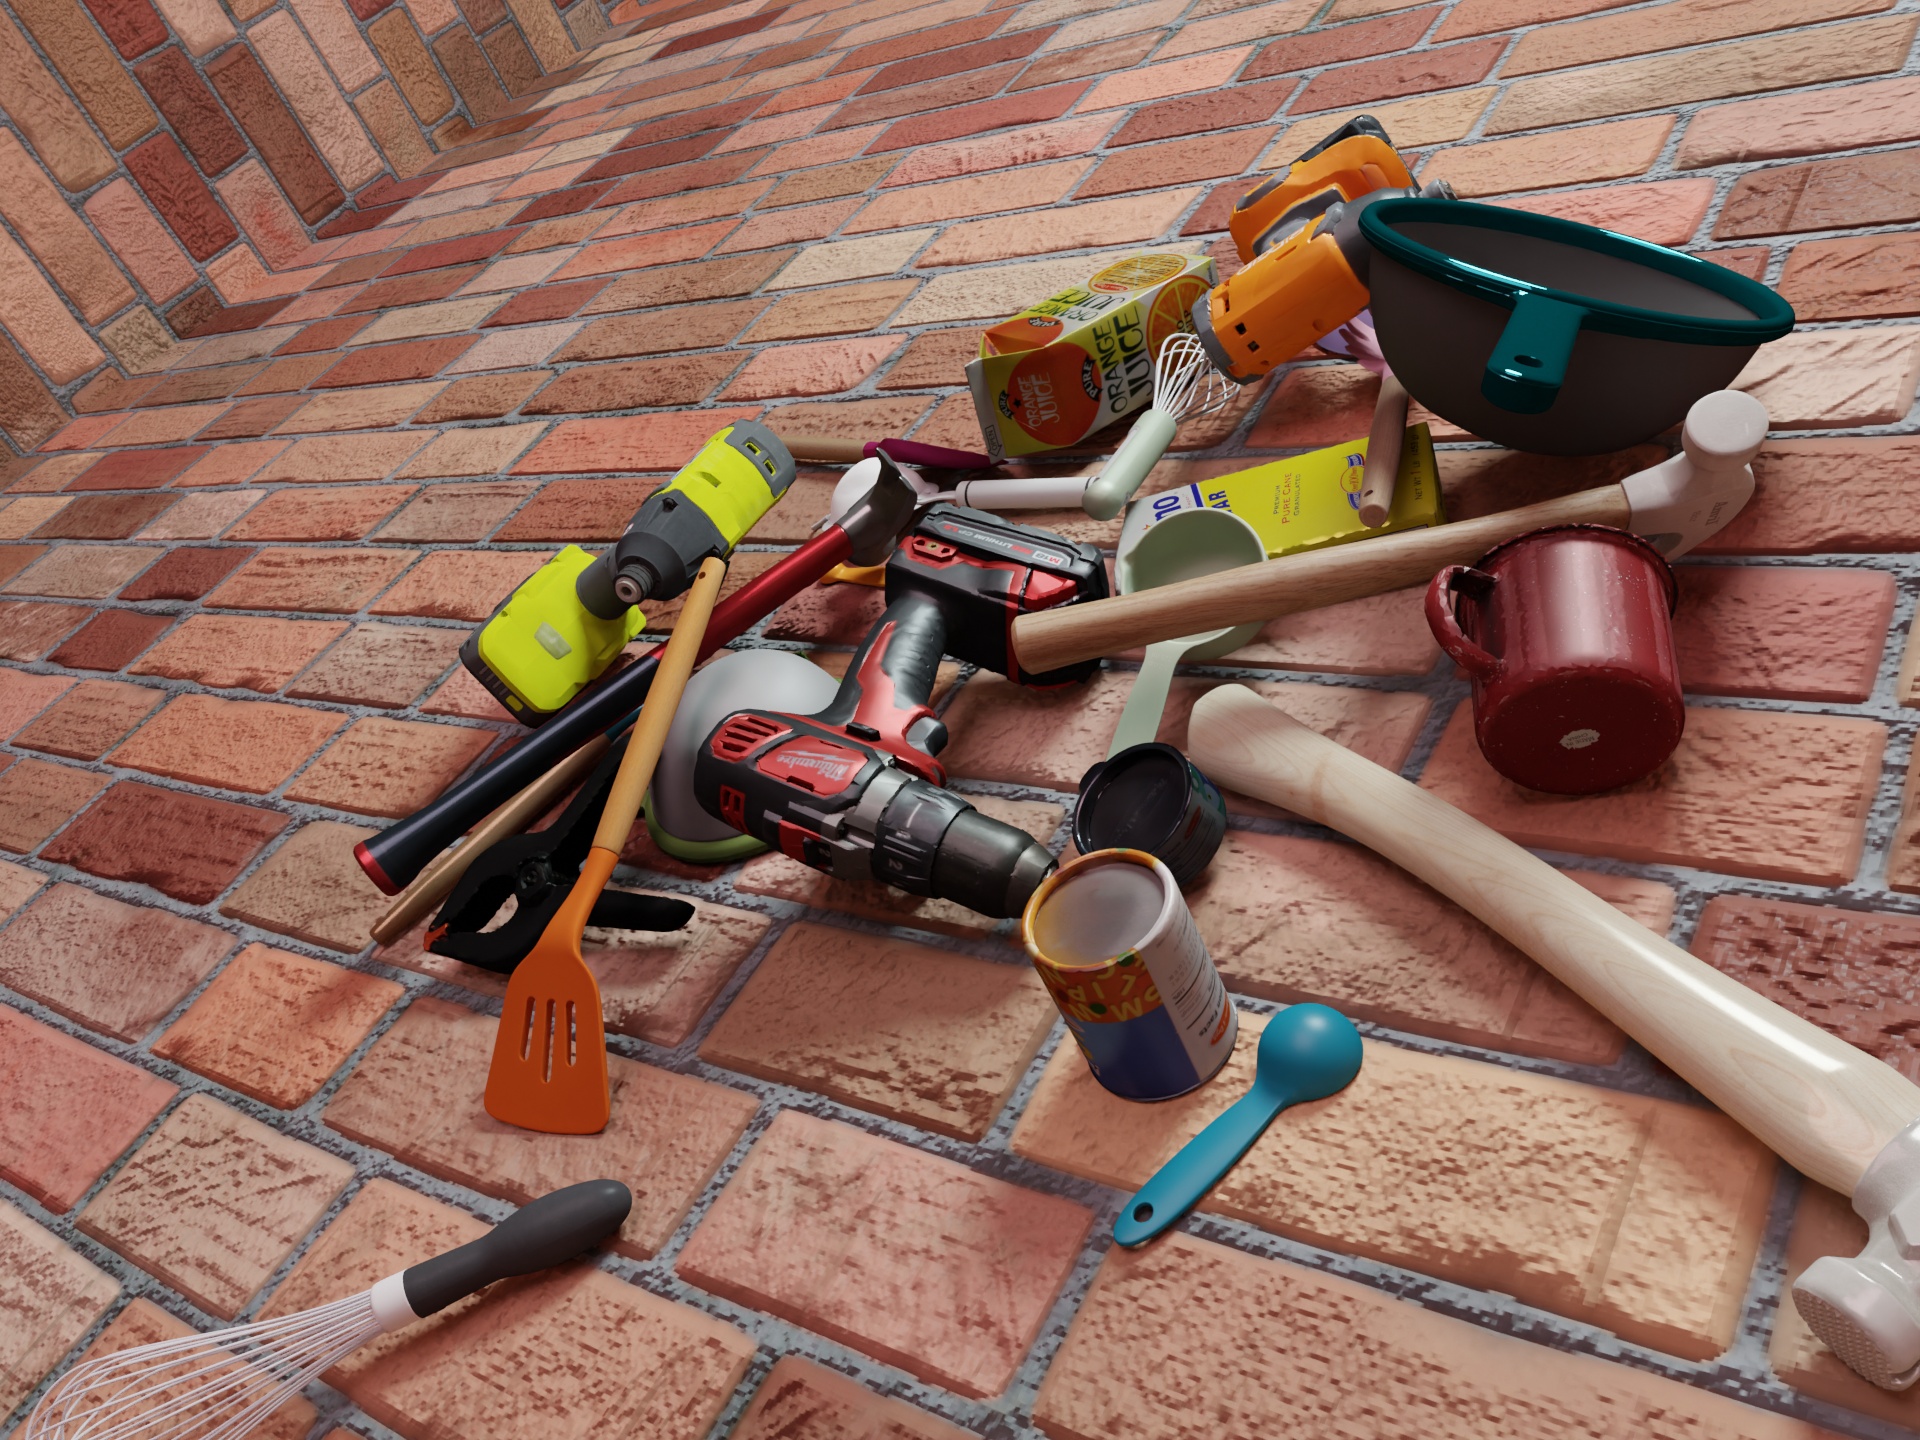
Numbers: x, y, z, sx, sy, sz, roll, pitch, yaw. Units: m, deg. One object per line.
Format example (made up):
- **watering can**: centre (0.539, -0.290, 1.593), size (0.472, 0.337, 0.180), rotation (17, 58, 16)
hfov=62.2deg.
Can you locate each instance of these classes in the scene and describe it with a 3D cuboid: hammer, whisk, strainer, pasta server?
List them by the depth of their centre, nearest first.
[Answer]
- **hammer**: centre (0.228, 0.066, 0.623), size (0.146, 0.038, 0.411), rotation (-38, 35, -8)
- **whisk**: centre (-0.276, 0.268, 0.697), size (0.284, 0.070, 0.070), rotation (-24, 34, -4)
- **hammer**: centre (0.187, -0.070, 0.735), size (0.331, 0.130, 0.031), rotation (-13, 69, 12)
- **strainer**: centre (0.269, -0.163, 0.750), size (0.211, 0.095, 0.340), rotation (20, 32, 15)
- **pasta server**: centre (0.231, -0.179, 0.867), size (0.060, 0.040, 0.316), rotation (-30, 17, 31)
- **strainer**: centre (-0.098, 0.021, 0.875), size (0.151, 0.069, 0.257), rotation (-40, 35, -17)
- **hammer**: centre (-0.187, -0.028, 0.941), size (0.386, 0.038, 0.143), rotation (-37, -2, -14)
- **whisk**: centre (0.123, -0.184, 0.978), size (0.057, 0.059, 0.246), rotation (-55, -1, 41)
- **strainer**: centre (-0.001, -0.153, 1.064), size (0.258, 0.050, 0.087), rotation (4, 31, 32)

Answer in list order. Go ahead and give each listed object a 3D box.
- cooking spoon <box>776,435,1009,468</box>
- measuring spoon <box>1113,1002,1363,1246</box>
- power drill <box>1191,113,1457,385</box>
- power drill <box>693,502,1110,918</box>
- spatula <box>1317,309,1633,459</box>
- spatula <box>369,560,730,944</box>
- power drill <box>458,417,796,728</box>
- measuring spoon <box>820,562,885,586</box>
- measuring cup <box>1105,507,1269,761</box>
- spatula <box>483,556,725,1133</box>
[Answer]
- **cooking spoon**: centre (-0.082, -0.201, 1.183), size (0.319, 0.068, 0.017), rotation (14, 97, 48)
- **measuring spoon**: centre (0.104, 0.152, 0.613), size (0.128, 0.021, 0.042), rotation (-39, 36, -18)
- **power drill**: centre (0.238, -0.309, 1.011), size (0.164, 0.084, 0.227), rotation (-30, 20, 31)
- **power drill**: centre (-0.001, -0.003, 0.808), size (0.188, 0.080, 0.227), rotation (20, 49, 22)
- **spatula**: centre (0.296, -0.214, 0.959), size (0.060, 0.018, 0.316), rotation (-38, 34, 3)
- **spatula**: centre (-0.253, 0.019, 1.007), size (0.317, 0.044, 0.082), rotation (-45, 14, -21)
- **power drill**: centre (-0.216, -0.088, 1.008), size (0.223, 0.080, 0.171), rotation (-31, 18, 38)
- **measuring spoon**: centre (-0.050, -0.098, 1.048), size (0.117, 0.011, 0.021), rotation (6, 47, 39)
- **measuring cup**: centre (0.108, -0.026, 0.811), size (0.083, 0.038, 0.167), rotation (16, 80, 28)
- **spatula**: centre (-0.174, 0.052, 0.836), size (0.081, 0.041, 0.323), rotation (-1, 58, 29)
